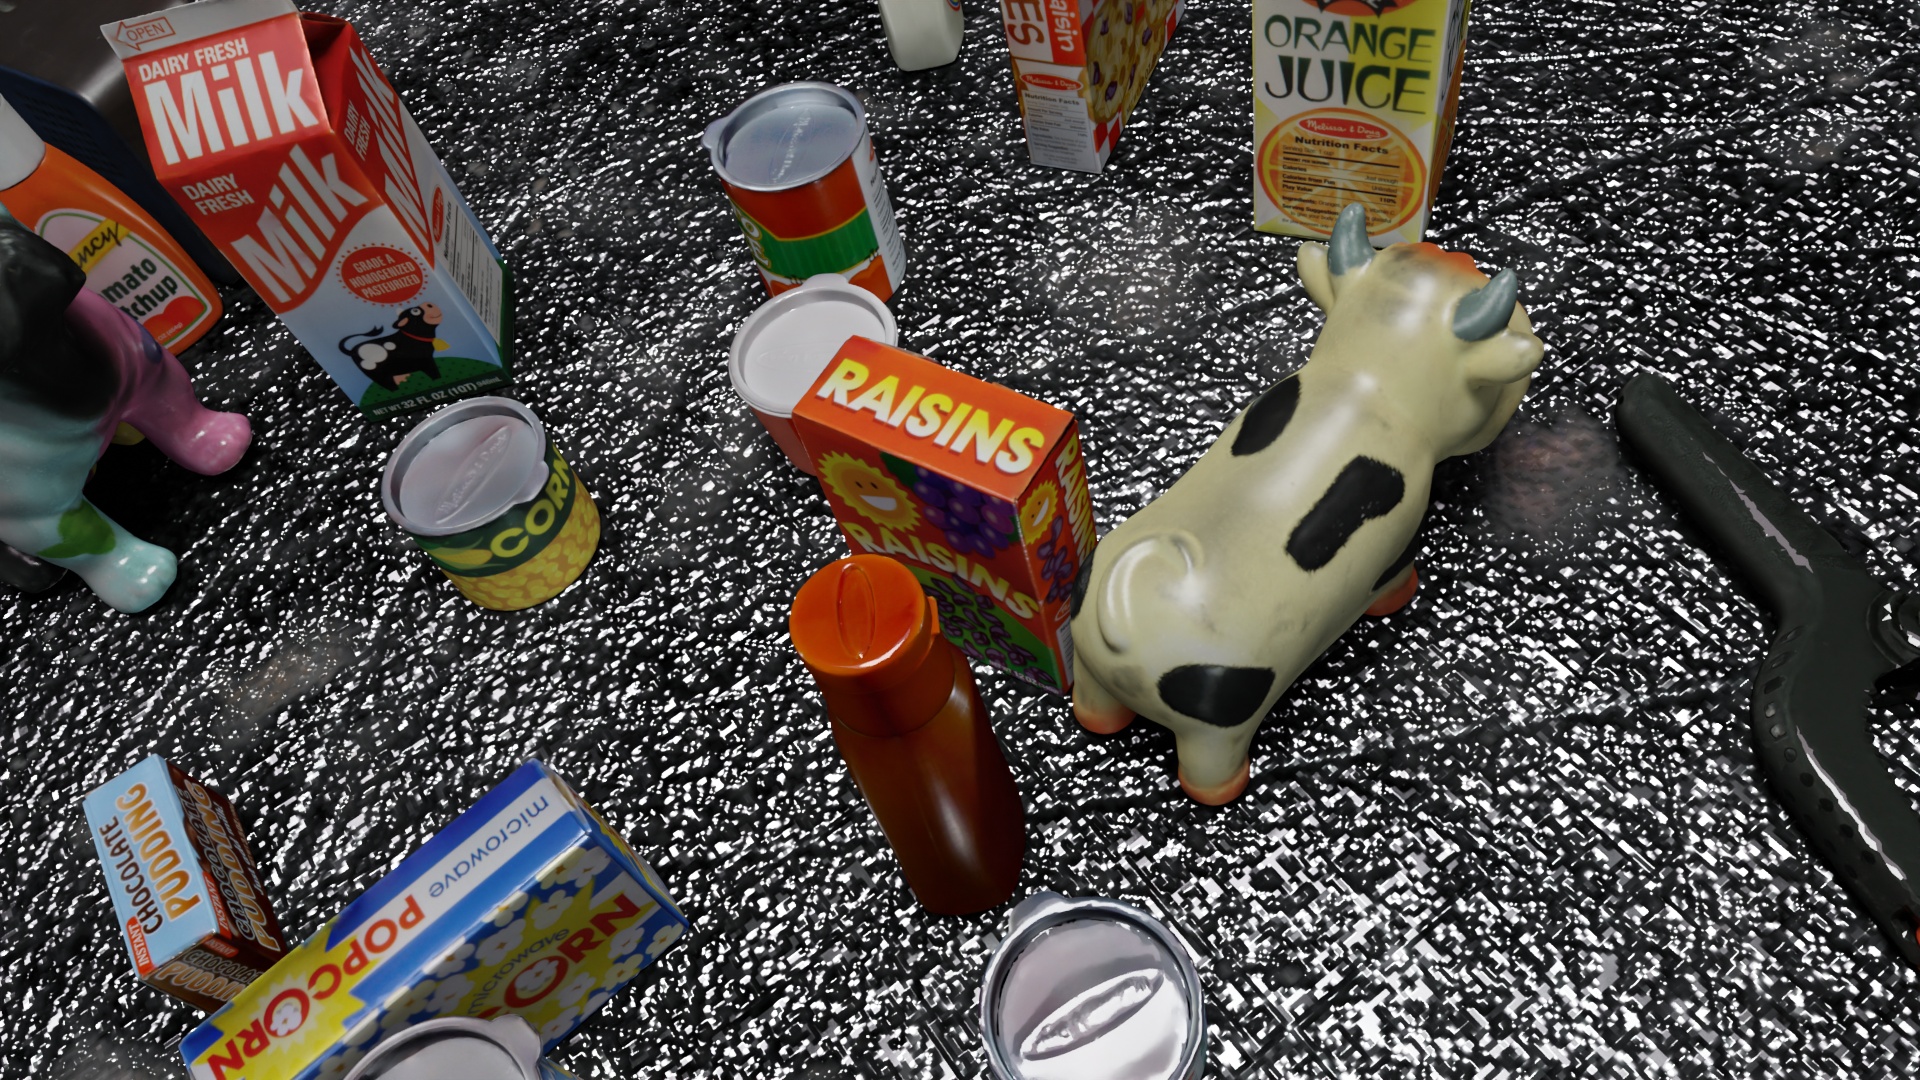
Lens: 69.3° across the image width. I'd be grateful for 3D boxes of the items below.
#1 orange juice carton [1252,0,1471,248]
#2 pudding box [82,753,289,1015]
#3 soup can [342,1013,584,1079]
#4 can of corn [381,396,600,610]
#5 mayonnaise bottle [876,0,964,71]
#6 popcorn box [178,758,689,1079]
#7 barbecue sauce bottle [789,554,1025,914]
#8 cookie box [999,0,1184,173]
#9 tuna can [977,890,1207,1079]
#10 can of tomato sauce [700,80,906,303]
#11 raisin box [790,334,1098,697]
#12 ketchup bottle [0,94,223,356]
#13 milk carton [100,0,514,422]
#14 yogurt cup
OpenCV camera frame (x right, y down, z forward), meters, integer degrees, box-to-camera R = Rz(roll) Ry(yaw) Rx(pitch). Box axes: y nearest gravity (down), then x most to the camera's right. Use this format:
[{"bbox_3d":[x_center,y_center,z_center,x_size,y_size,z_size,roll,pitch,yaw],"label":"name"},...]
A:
[{"bbox_3d":[0.154,-0.206,0.530,0.073,0.191,0.072,13,60,20],"label":"orange juice carton"},{"bbox_3d":[-0.271,0.121,0.487,0.030,0.049,0.084,-35,56,-11],"label":"pudding box"},{"bbox_3d":[-0.131,0.178,0.396,0.071,0.083,0.072,-6,55,9],"label":"soup can"},{"bbox_3d":[-0.183,-0.013,0.554,0.071,0.058,0.071,-6,55,9],"label":"can of corn"},{"bbox_3d":[-0.031,-0.302,0.664,0.041,0.147,0.065,-8,55,7],"label":"mayonnaise bottle"},{"bbox_3d":[-0.156,0.136,0.430,0.127,0.085,0.038,-40,57,-15],"label":"popcorn box"},{"bbox_3d":[-0.012,0.058,0.413,0.044,0.148,0.065,-11,55,5],"label":"barbecue sauce bottle"},{"bbox_3d":[0.058,-0.267,0.608,0.040,0.166,0.123,15,61,21],"label":"cookie box"},{"bbox_3d":[0.039,0.142,0.415,0.071,0.032,0.071,-6,55,9],"label":"tuna can"},{"bbox_3d":[-0.066,-0.144,0.603,0.071,0.082,0.071,-6,55,9],"label":"can of tomato sauce"},{"bbox_3d":[0.002,-0.006,0.469,0.086,0.123,0.040,24,65,25],"label":"raisin box"},{"bbox_3d":[-0.412,-0.144,0.639,0.065,0.148,0.043,-41,58,-15],"label":"ketchup bottle"},{"bbox_3d":[-0.261,-0.142,0.578,0.072,0.189,0.074,-14,55,3],"label":"milk carton"},{"bbox_3d":[-0.053,-0.062,0.562,0.072,0.053,0.073,-6,55,9],"label":"yogurt cup"}]
